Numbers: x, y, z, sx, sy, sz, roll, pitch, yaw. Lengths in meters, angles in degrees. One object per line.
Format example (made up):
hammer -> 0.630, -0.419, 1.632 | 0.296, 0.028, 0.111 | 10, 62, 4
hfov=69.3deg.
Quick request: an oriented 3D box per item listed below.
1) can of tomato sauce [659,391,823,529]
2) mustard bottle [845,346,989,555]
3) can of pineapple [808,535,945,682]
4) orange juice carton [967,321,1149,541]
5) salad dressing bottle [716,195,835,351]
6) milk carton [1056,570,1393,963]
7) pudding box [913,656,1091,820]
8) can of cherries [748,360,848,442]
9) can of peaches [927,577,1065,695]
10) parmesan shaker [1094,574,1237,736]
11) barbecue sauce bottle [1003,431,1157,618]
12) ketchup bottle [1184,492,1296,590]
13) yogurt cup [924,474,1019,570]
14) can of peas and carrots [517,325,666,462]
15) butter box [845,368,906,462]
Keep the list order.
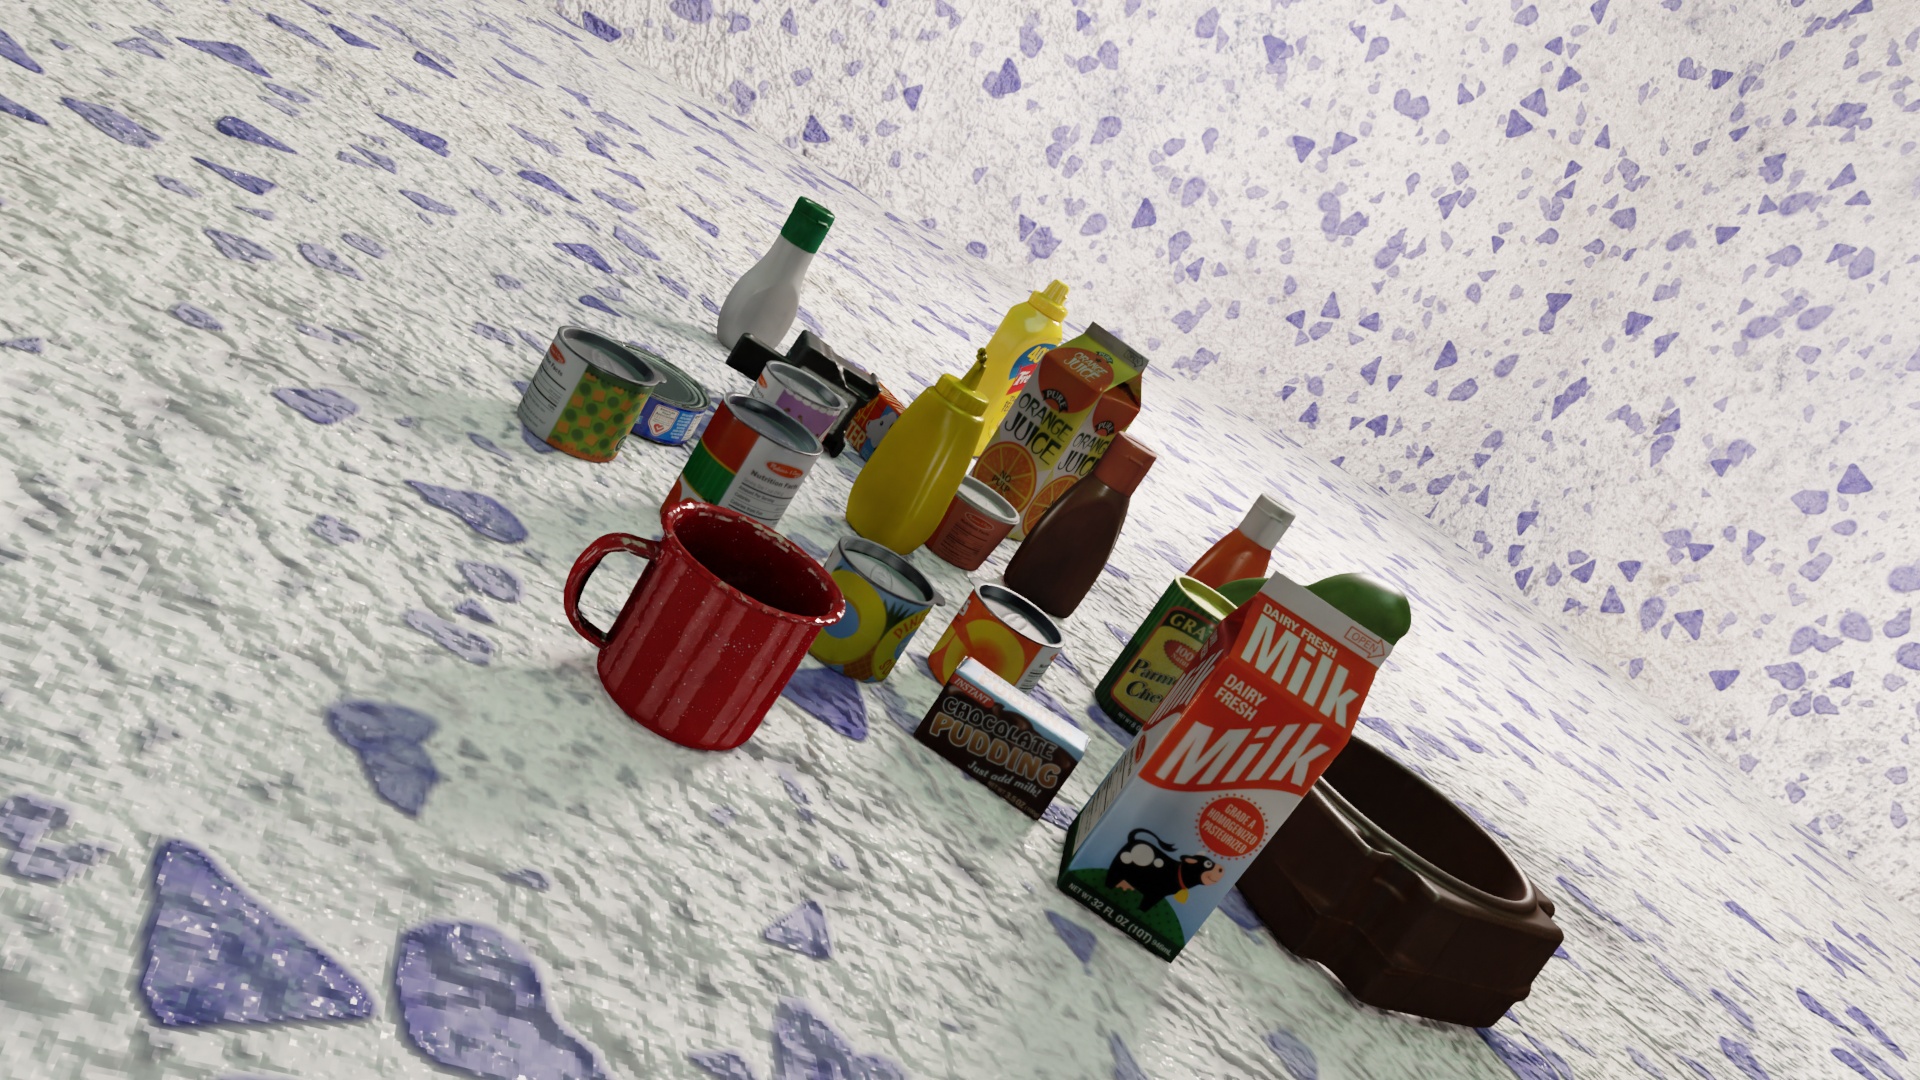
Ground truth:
can of tomato sauce -> -0.132, -0.037, 0.826 | 0.071, 0.083, 0.071 | 30, 16, -9
mustard bottle -> -0.020, -0.067, 0.986 | 0.065, 0.159, 0.049 | 41, 17, 27
can of pineapple -> -0.054, 0.040, 0.792 | 0.071, 0.057, 0.071 | 30, 16, -9
orange juice carton -> 0.087, -0.095, 1.216 | 0.072, 0.192, 0.073 | 43, 18, 32
salad dressing bottle -> -0.161, -0.232, 1.228 | 0.064, 0.147, 0.044 | 17, 22, -45
milk carton -> 0.132, 0.109, 0.700 | 0.072, 0.190, 0.073 | 33, 15, 1
pudding box -> 0.023, 0.107, 0.756 | 0.084, 0.049, 0.030 | 34, 15, 4
can of cherries -> -0.128, -0.092, 1.041 | 0.071, 0.058, 0.072 | 30, 16, -9
can of peaches -> 0.020, 0.066, 0.856 | 0.071, 0.058, 0.071 | 30, 16, -9
parmesan shaker -> 0.150, 0.085, 0.965 | 0.071, 0.102, 0.071 | 30, 16, -9
barbecue sauce bottle -> 0.097, -0.014, 1.074 | 0.065, 0.148, 0.044 | 29, 16, -14
ketchup bottle -> 0.237, 0.028, 1.217 | 0.065, 0.148, 0.044 | 31, 15, -6
yogurt cup -> 0.004, -0.013, 1.068 | 0.072, 0.053, 0.072 | 30, 16, -9
can of peas and carrots -> -0.224, -0.088, 0.845 | 0.071, 0.058, 0.071 | 30, 16, -9
butter box -> -0.072, -0.100, 1.181 | 0.024, 0.053, 0.104 | 19, 21, -42
